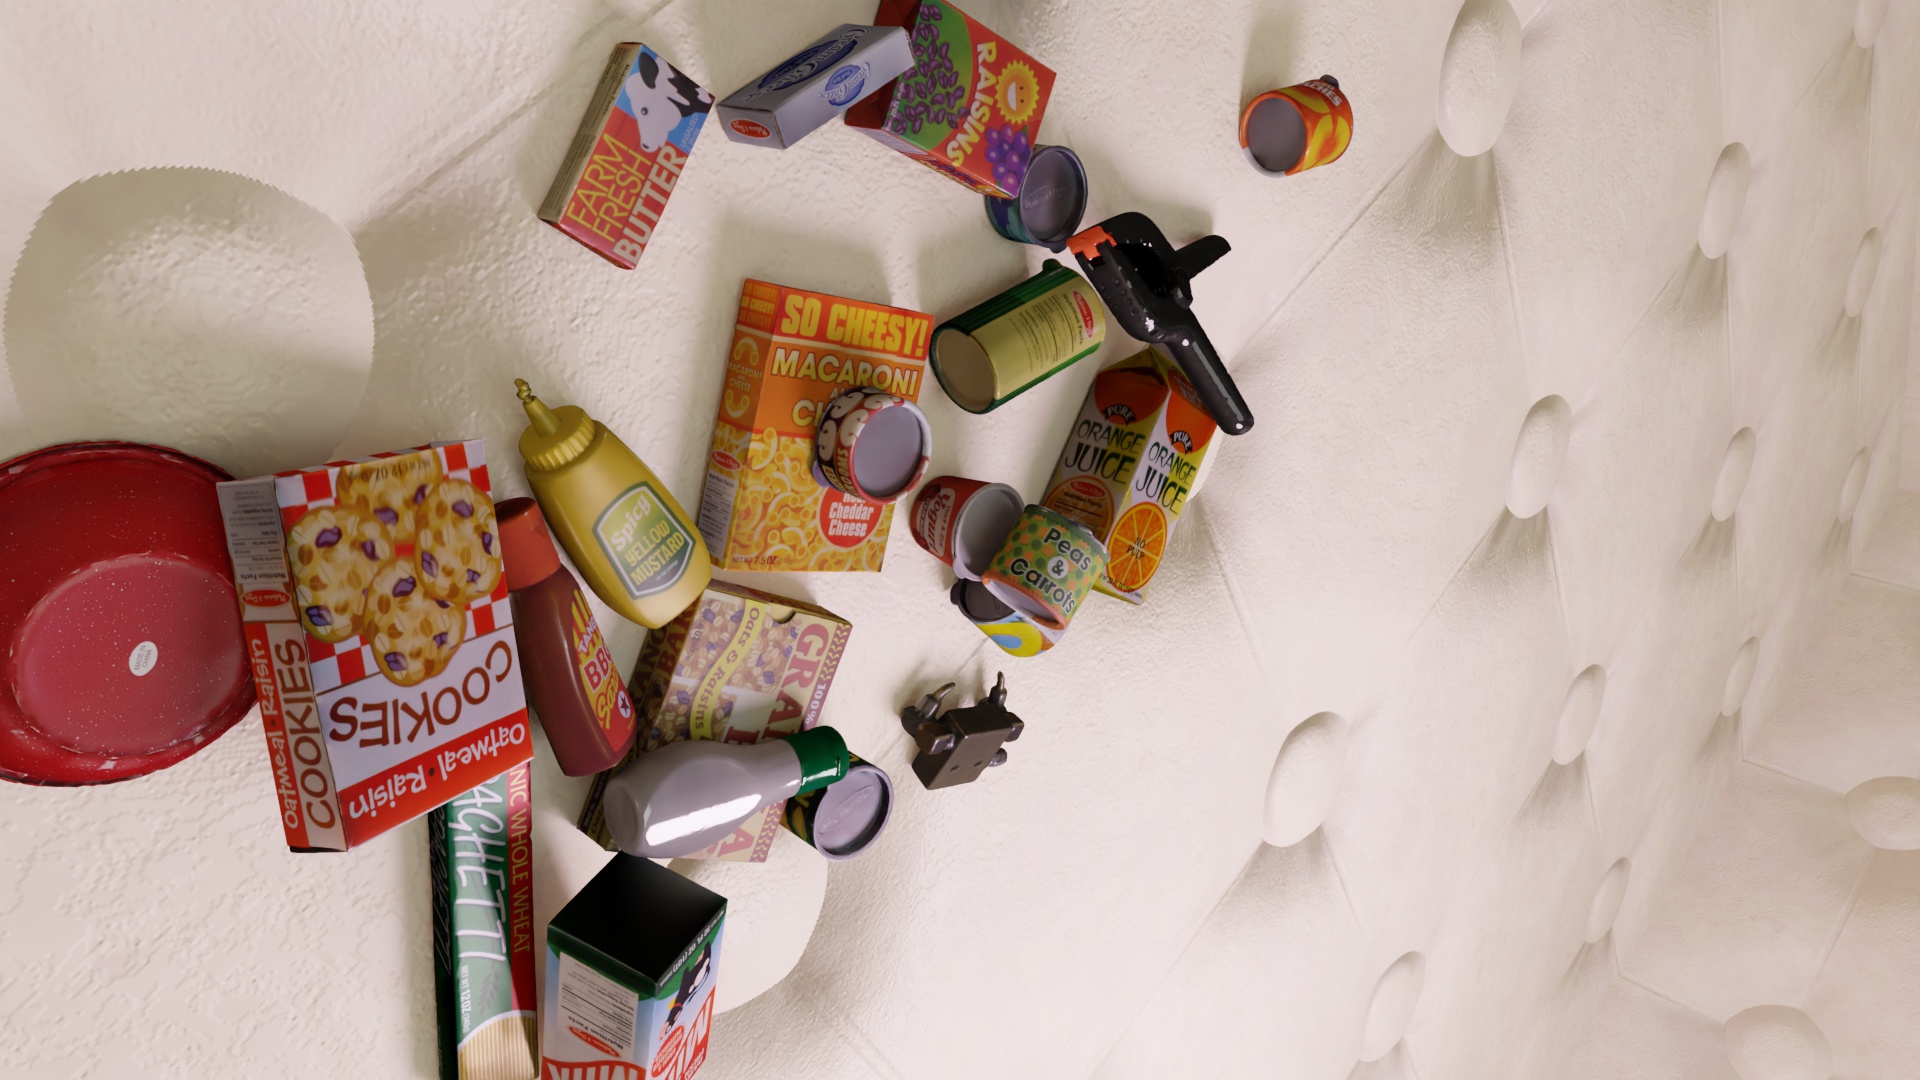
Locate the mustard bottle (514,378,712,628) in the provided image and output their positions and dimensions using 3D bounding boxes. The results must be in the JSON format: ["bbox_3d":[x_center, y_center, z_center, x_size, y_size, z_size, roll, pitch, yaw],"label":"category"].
[{"bbox_3d":[-0.194,-0.023,0.744,0.065,0.049,0.159,-48,133,-23],"label":"mustard bottle"}]

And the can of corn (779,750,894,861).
[{"bbox_3d":[-0.088,0.166,0.913,0.071,0.058,0.071,-18,118,-39],"label":"can of corn"}]

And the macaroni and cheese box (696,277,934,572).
[{"bbox_3d":[-0.088,-0.065,0.839,0.124,0.040,0.166,3,104,-46],"label":"macaroni and cheese box"}]

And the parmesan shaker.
[{"bbox_3d":[0.036,-0.135,0.919,0.103,0.071,0.071,-32,126,-32],"label":"parmesan shaker"}]

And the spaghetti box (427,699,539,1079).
[{"bbox_3d":[-0.266,0.199,0.771,0.050,0.029,0.249,-12,114,-42],"label":"spaghetti box"}]

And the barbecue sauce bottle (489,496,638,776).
[{"bbox_3d":[-0.218,0.050,0.742,0.044,0.065,0.148,-14,114,5],"label":"barbecue sauce bottle"}]

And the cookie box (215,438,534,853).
[{"bbox_3d":[-0.267,0.044,0.649,0.123,0.040,0.167,-26,112,-63],"label":"cookie box"}]

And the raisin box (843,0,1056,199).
[{"bbox_3d":[-0.003,-0.270,0.846,0.123,0.040,0.086,14,94,-47],"label":"raisin box"}]

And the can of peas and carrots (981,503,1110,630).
[{"bbox_3d":[0.056,0.018,0.911,0.059,0.071,0.070,-57,135,-12],"label":"can of peas and carrots"}]

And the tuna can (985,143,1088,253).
[{"bbox_3d":[0.051,-0.227,0.921,0.071,0.033,0.070,-18,118,-39],"label":"tuna can"}]

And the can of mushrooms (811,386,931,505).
[{"bbox_3d":[-0.052,-0.054,0.823,0.071,0.033,0.070,-20,120,-39],"label":"can of mushrooms"}]

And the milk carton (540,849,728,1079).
[{"bbox_3d":[-0.193,0.279,0.810,0.073,0.073,0.189,-46,154,-54],"label":"milk carton"}]

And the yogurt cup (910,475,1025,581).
[{"bbox_3d":[0.003,-0.012,0.940,0.073,0.054,0.072,-19,118,-39],"label":"yogurt cup"}]

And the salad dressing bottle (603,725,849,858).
[{"bbox_3d":[-0.133,0.142,0.813,0.148,0.044,0.064,-10,110,-43],"label":"salad dressing bottle"}]

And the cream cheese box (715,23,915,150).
[{"bbox_3d":[-0.079,-0.252,0.767,0.104,0.053,0.024,-42,133,-26],"label":"cream cheese box"}]

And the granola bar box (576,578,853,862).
[{"bbox_3d":[-0.146,0.111,0.849,0.124,0.039,0.165,19,91,-47],"label":"granola bar box"}]

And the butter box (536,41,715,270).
[{"bbox_3d":[-0.172,-0.198,0.717,0.053,0.024,0.103,27,85,-46],"label":"butter box"}]

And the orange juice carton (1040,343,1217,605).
[{"bbox_3d":[0.126,-0.057,1.030,0.072,0.073,0.192,27,85,-47],"label":"orange juice carton"}]

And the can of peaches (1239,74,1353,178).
[{"bbox_3d":[0.258,-0.318,1.067,0.058,0.071,0.071,-25,122,-35],"label":"can of peaches"}]

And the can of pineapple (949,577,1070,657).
[{"bbox_3d":[0.038,0.042,0.988,0.071,0.071,0.057,-57,136,-12],"label":"can of pineapple"}]
